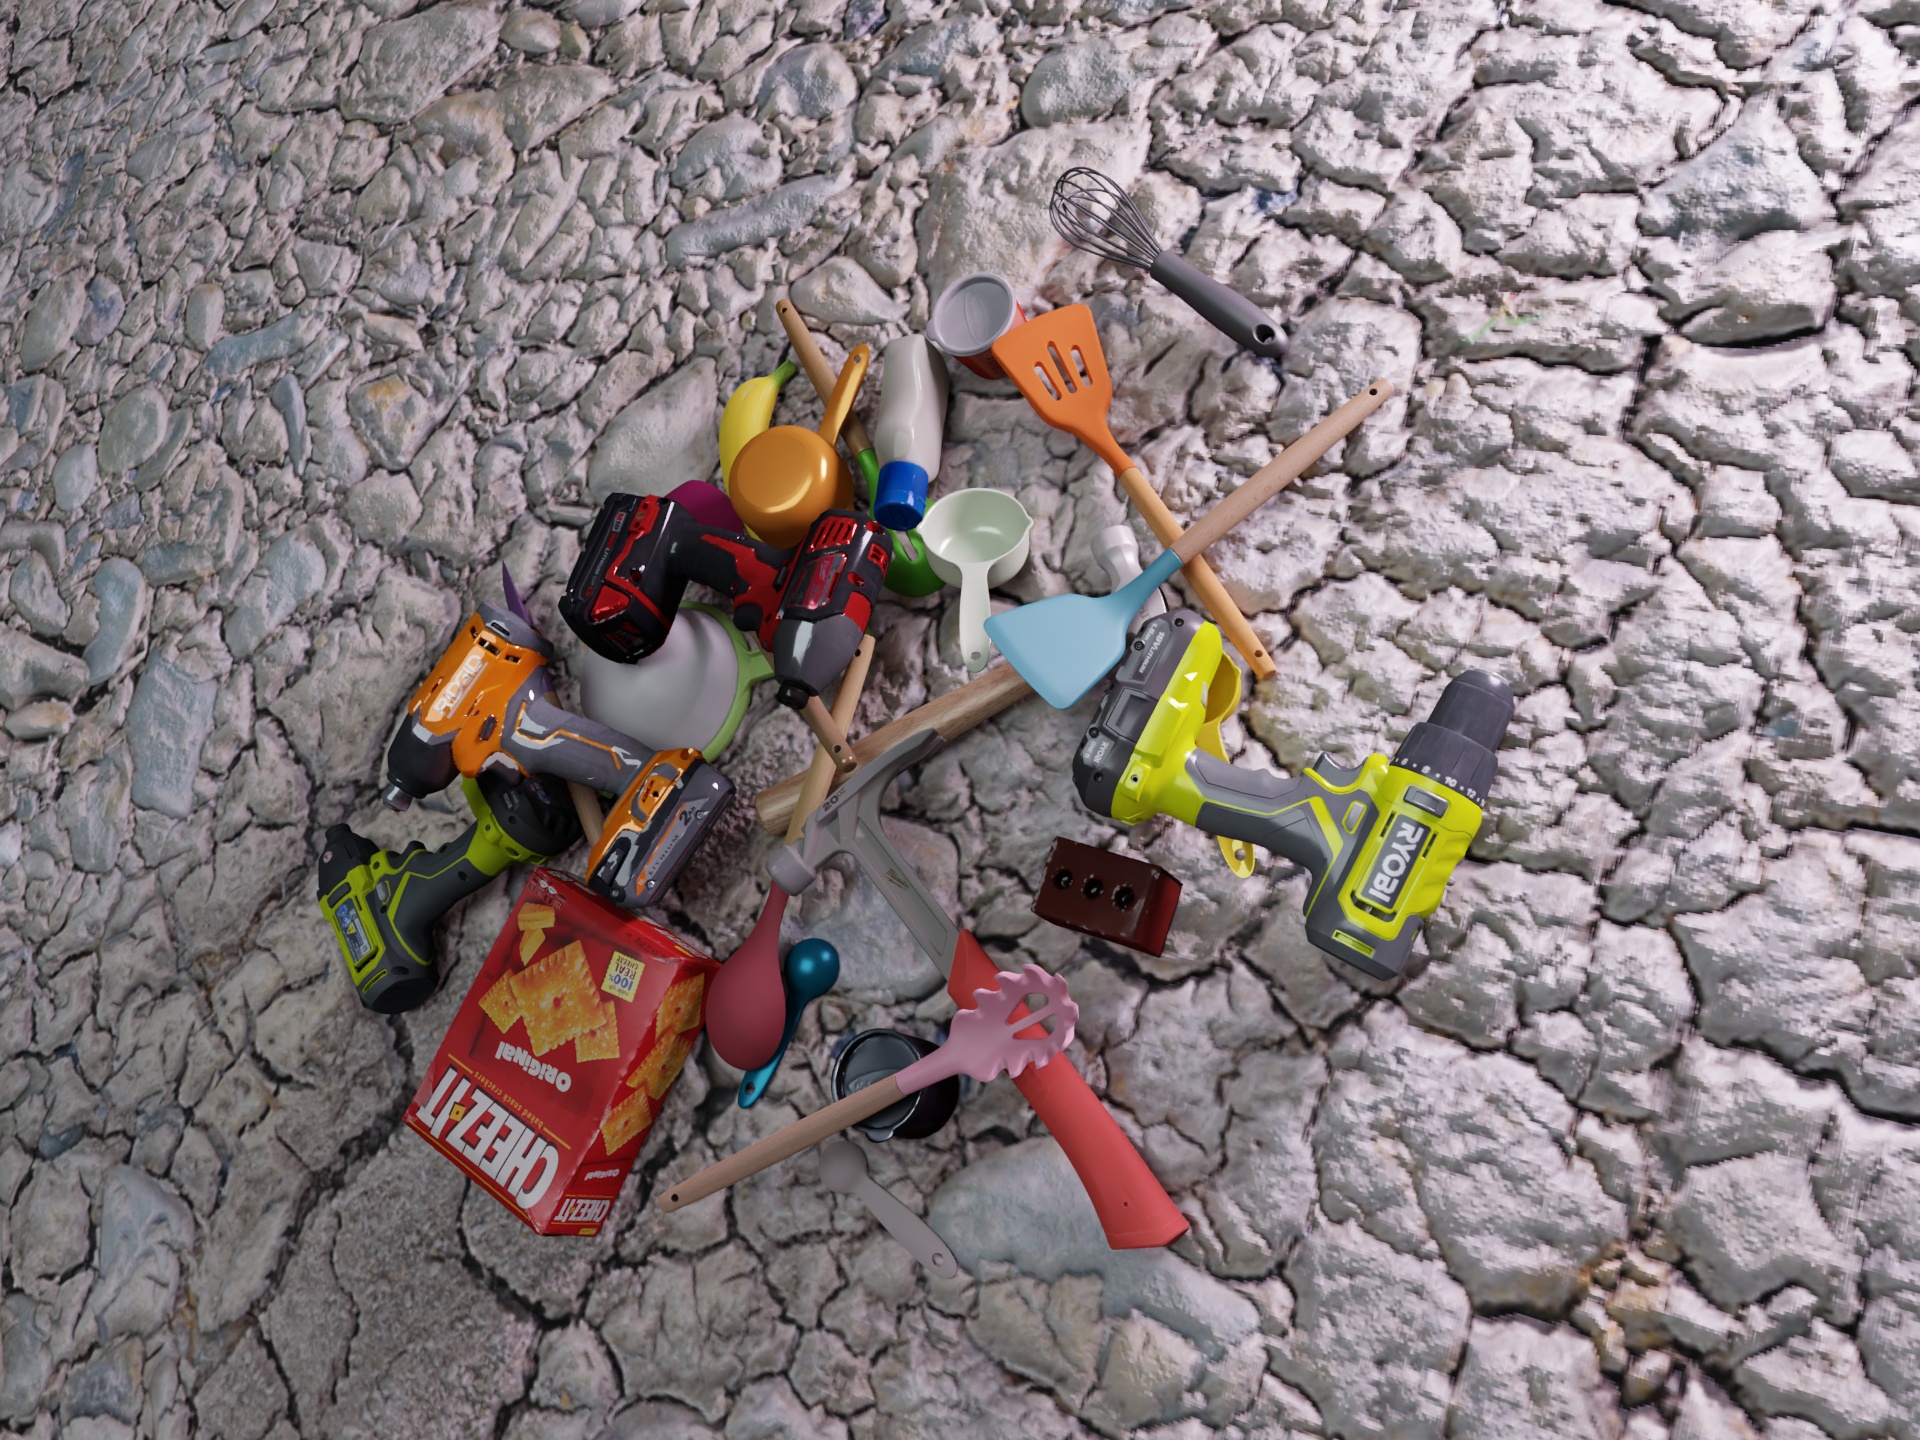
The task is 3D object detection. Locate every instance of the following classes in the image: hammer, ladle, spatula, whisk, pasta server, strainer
[{"bbox_3d":[-0.002,-0.004,1.112,0.331,0.031,0.130,-29,62,15],"label":"hammer"},{"bbox_3d":[-0.114,0.089,1.109,0.069,0.031,0.315,15,84,30],"label":"ladle"},{"bbox_3d":[-0.318,0.003,1.255,0.018,0.059,0.316,-14,58,-22],"label":"spatula"},{"bbox_3d":[0.027,0.175,1.010,0.149,0.036,0.359,-40,66,1],"label":"hammer"},{"bbox_3d":[0.161,-0.126,1.040,0.317,0.044,0.082,-39,69,-3],"label":"spatula"},{"bbox_3d":[0.127,-0.158,1.096,0.081,0.041,0.323,-26,63,-9],"label":"spatula"},{"bbox_3d":[0.148,-0.330,1.147,0.055,0.055,0.239,-48,63,4],"label":"whisk"},{"bbox_3d":[-0.062,0.237,0.985,0.316,0.040,0.060,-29,73,14],"label":"pasta server"},{"bbox_3d":[-0.192,-0.042,1.197,0.256,0.069,0.152,-15,67,23],"label":"strainer"}]

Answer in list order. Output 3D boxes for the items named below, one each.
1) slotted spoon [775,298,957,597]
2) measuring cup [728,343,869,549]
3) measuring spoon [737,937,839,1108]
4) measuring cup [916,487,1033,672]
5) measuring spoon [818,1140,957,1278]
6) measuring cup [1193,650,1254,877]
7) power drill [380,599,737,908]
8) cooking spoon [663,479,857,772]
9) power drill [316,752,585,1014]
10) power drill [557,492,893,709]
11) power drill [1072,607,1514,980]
[{"bbox_3d":[-0.085,-0.222,1.232,0.070,0.031,0.314,-32,60,7],"label":"slotted spoon"},{"bbox_3d":[-0.113,-0.214,1.190,0.095,0.052,0.173,20,83,23],"label":"measuring cup"},{"bbox_3d":[-0.126,0.209,1.104,0.042,0.021,0.128,22,82,31],"label":"measuring spoon"},{"bbox_3d":[0.011,-0.090,1.106,0.083,0.038,0.168,-3,53,4],"label":"measuring cup"},{"bbox_3d":[-0.049,0.318,1.031,0.124,0.018,0.034,35,90,30],"label":"measuring spoon"},{"bbox_3d":[0.166,0.026,1.029,0.062,0.029,0.157,-16,78,17],"label":"measuring cup"},{"bbox_3d":[-0.294,0.041,1.140,0.226,0.084,0.164,35,86,1],"label":"power drill"},{"bbox_3d":[-0.152,-0.075,1.166,0.069,0.017,0.319,-36,56,0],"label":"cooking spoon"},{"bbox_3d":[-0.412,0.099,1.255,0.223,0.080,0.171,-41,61,12],"label":"power drill"},{"bbox_3d":[-0.164,-0.085,1.122,0.220,0.078,0.143,9,69,25],"label":"power drill"},{"bbox_3d":[0.202,0.023,0.961,0.228,0.080,0.190,27,87,18],"label":"power drill"}]
